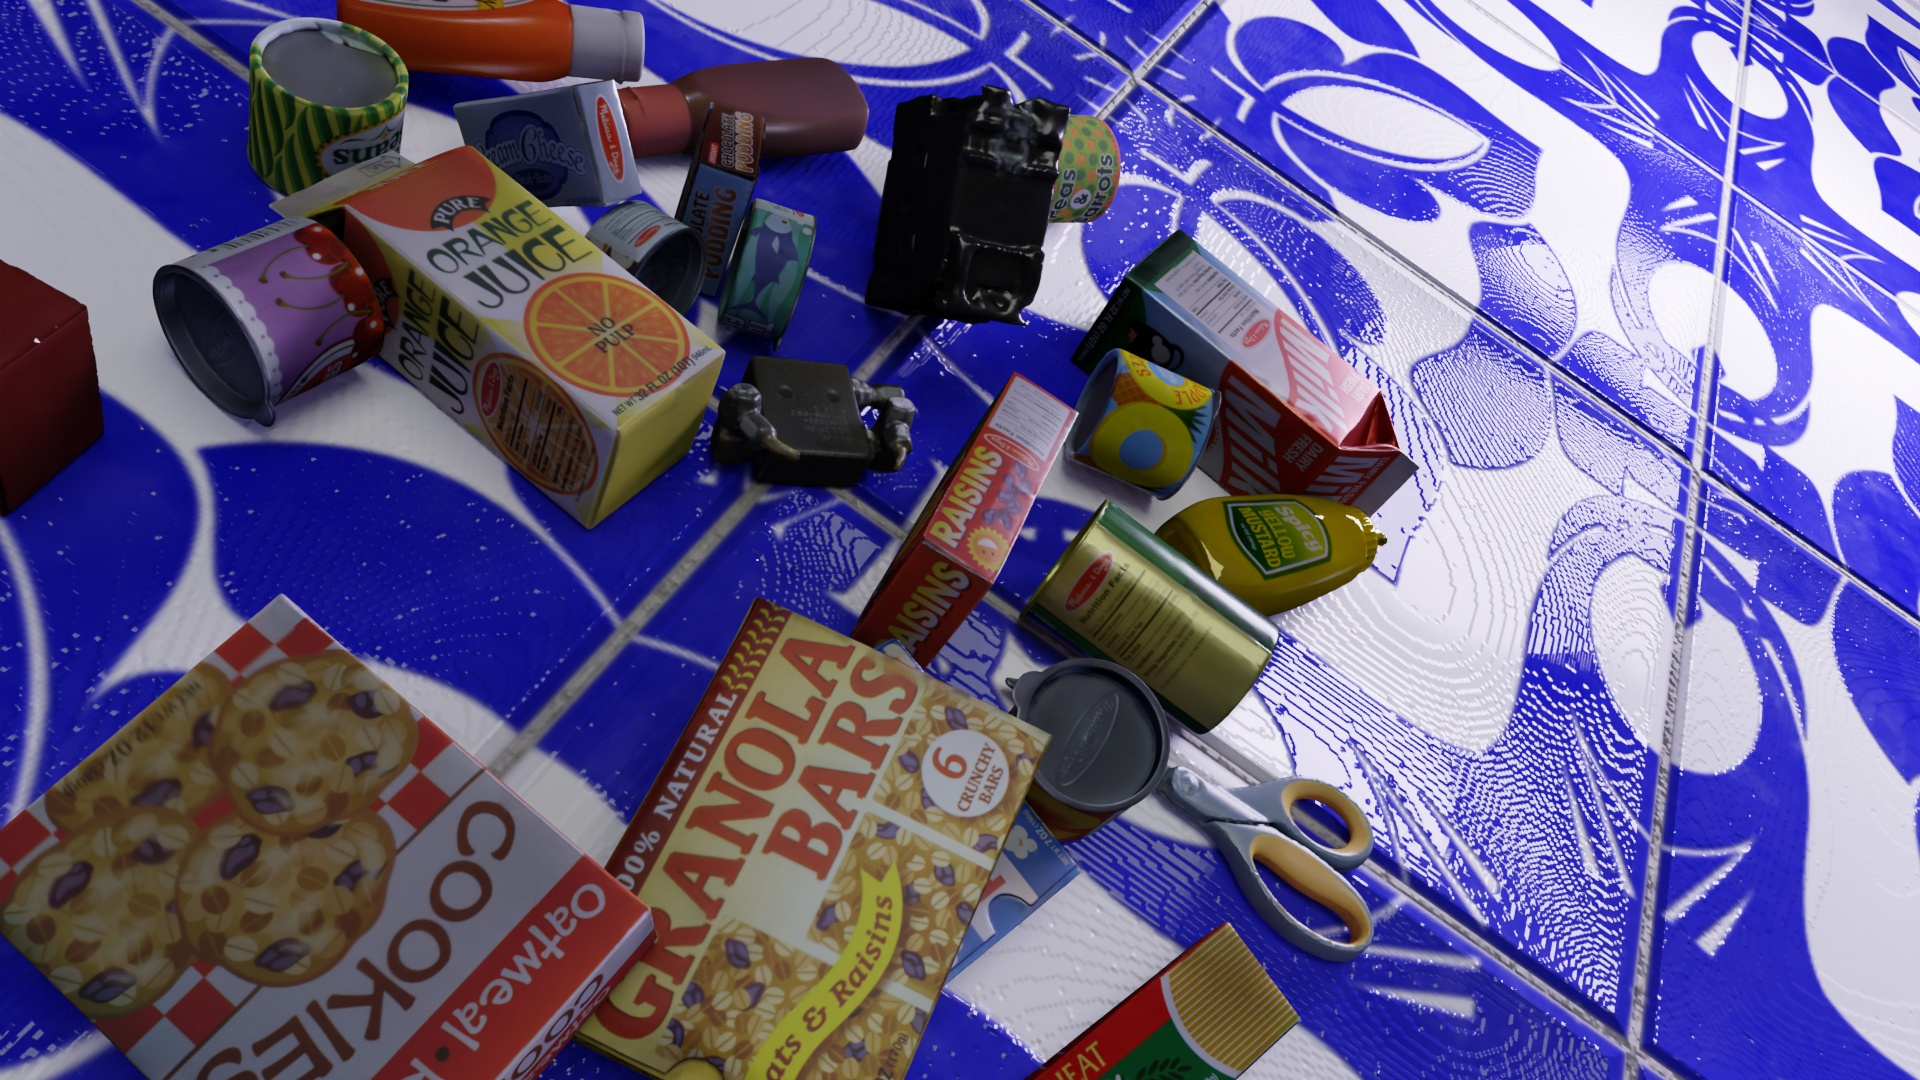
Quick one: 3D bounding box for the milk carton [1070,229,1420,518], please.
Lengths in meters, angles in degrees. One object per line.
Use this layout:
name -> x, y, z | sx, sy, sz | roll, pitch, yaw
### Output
milk carton -> 0.166, -0.081, 0.791 | 0.191, 0.072, 0.074 | 40, 47, 7

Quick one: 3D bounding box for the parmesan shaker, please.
parmesan shaker -> 0.090, 0.039, 0.663 | 0.103, 0.071, 0.072 | 37, 47, 1

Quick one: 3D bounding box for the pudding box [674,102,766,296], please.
pudding box -> -0.124, -0.170, 0.696 | 0.030, 0.083, 0.050 | 15, 50, -17

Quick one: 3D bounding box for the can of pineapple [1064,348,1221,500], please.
can of pineapple -> 0.096, -0.064, 0.741 | 0.058, 0.070, 0.071 | 22, 48, -11

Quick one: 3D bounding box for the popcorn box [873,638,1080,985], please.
popcorn box -> -0.025, 0.111, 0.563 | 0.085, 0.038, 0.127 | -27, 71, -40

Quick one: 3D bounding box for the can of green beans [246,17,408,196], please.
can of green beans -> -0.294, -0.199, 0.645 | 0.071, 0.057, 0.071 | 15, 50, -18

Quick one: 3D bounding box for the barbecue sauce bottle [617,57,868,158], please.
barbecue sauce bottle -> -0.127, -0.239, 0.775 | 0.149, 0.043, 0.065 | -19, 57, -36

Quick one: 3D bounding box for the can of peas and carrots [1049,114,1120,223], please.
can of peas and carrots -> 0.057, -0.225, 0.847 | 0.059, 0.070, 0.071 | -8, 60, -33

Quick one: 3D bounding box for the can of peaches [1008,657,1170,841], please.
can of peaches -> 0.047, 0.089, 0.595 | 0.071, 0.057, 0.071 | 5, 64, -11

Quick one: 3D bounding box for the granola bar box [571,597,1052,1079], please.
granola bar box -> -0.056, 0.118, 0.497 | 0.124, 0.039, 0.166 | 25, 64, 3

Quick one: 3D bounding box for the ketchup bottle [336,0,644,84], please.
ketchup bottle -> -0.241, -0.262, 0.720 | 0.149, 0.043, 0.065 | -1, 35, -21

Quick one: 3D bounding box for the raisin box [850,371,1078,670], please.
raisin box -> 0.002, -0.008, 0.637 | 0.040, 0.085, 0.124 | 32, 47, -5

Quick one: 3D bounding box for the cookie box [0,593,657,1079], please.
cookie box -> -0.198, 0.115, 0.434 | 0.167, 0.040, 0.123 | 36, 63, 11

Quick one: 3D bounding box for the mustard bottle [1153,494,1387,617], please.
mustard bottle -> 0.175, 0.005, 0.744 | 0.161, 0.048, 0.065 | -9, 63, -33

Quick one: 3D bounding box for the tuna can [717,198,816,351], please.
tuna can -> -0.098, -0.133, 0.696 | 0.033, 0.070, 0.071 | 16, 50, -16

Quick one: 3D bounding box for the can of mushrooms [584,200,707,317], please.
can of mushrooms -> -0.153, -0.123, 0.657 | 0.033, 0.070, 0.071 | 31, 46, 11

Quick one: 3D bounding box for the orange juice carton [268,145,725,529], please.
orange juice carton -> -0.204, -0.102, 0.608 | 0.193, 0.072, 0.072 | 39, 47, 5

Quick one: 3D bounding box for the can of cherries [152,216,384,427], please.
can of cherries -> -0.279, -0.089, 0.566 | 0.071, 0.071, 0.059 | 41, 46, 6

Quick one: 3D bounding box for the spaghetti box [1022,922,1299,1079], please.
spaghetti box -> 0.033, 0.225, 0.513 | 0.251, 0.028, 0.050 | -23, 68, -39

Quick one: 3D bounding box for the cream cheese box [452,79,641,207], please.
cream cheese box -> -0.195, -0.184, 0.653 | 0.104, 0.053, 0.024 | 9, 28, 40
